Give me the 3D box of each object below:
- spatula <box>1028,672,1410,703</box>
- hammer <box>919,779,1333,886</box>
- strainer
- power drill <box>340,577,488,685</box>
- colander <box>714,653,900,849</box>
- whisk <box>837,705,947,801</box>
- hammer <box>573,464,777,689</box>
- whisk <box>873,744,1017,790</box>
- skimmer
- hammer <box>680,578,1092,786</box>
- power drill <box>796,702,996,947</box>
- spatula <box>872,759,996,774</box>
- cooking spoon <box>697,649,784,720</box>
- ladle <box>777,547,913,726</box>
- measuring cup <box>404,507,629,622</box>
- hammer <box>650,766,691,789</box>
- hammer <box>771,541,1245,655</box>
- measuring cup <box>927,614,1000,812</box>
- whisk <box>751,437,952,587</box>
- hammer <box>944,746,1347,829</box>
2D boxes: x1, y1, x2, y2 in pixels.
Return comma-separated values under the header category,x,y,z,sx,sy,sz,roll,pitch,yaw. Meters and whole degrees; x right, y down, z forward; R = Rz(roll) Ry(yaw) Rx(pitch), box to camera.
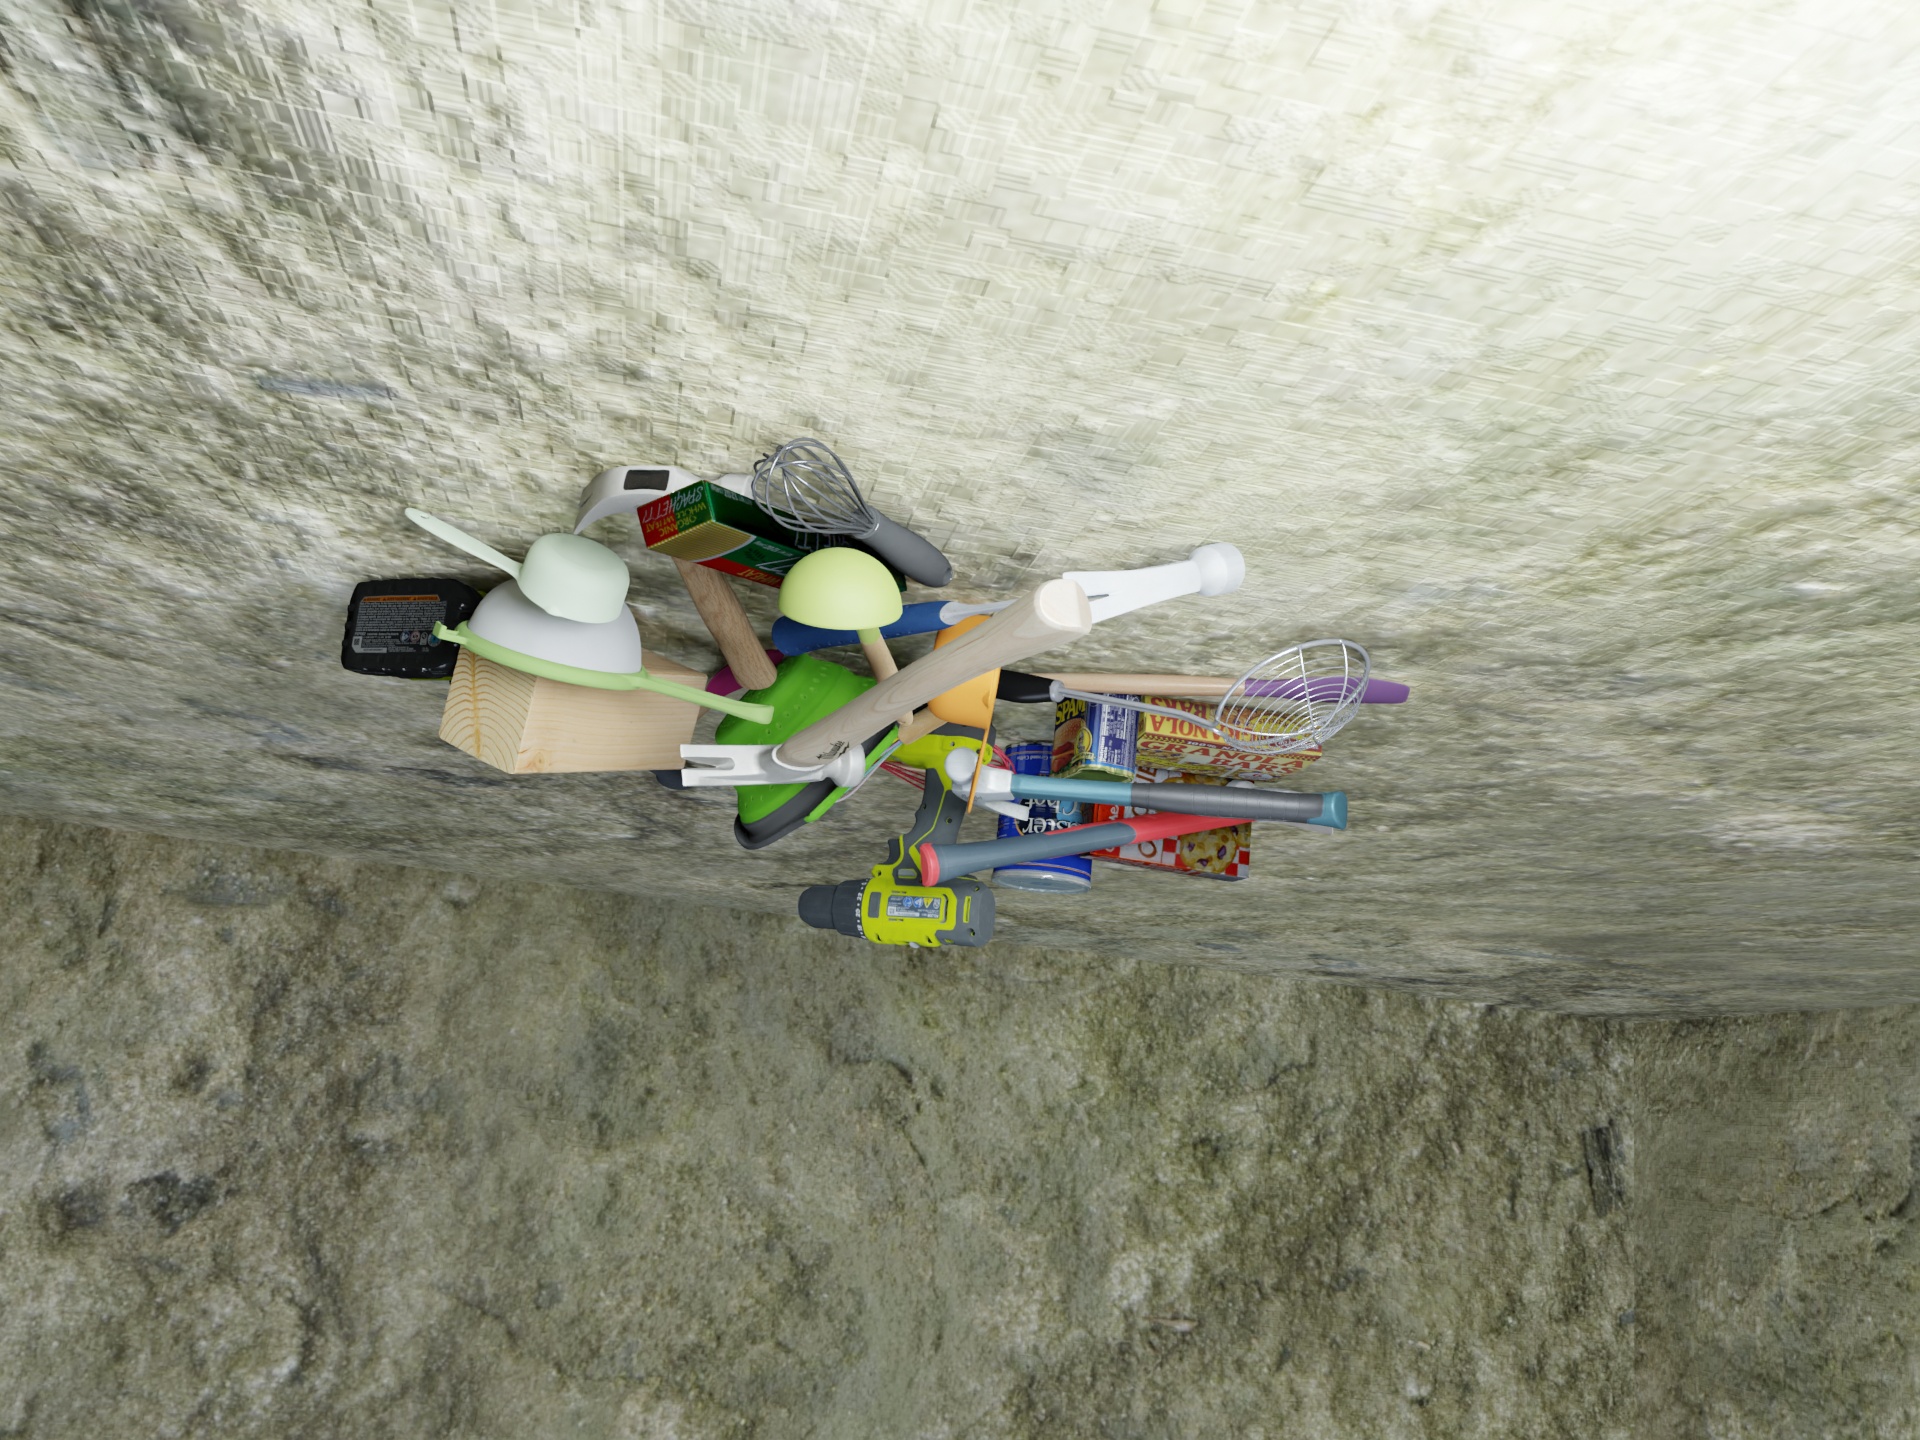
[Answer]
category,x,y,z,sx,sy,sz,roll,pitch,yaw
spatula,0.212,-0.029,1.330,0.316,0.018,0.059,2,161,11
hammer,0.146,0.103,1.420,0.386,0.038,0.143,-8,-171,-26
strainer,-0.258,-0.062,1.219,0.256,0.069,0.151,17,-172,9
power drill,-0.424,-0.054,1.389,0.171,0.080,0.223,1,168,20
colander,-0.169,0.004,1.463,0.094,0.204,0.397,47,170,-14
whisk,-0.068,0.020,1.469,0.245,0.051,0.047,-30,158,30
hammer,-0.185,-0.095,1.157,0.130,0.031,0.331,6,160,7
whisk,-0.082,0.037,1.645,0.296,0.073,0.073,7,167,20
skimmer,0.144,-0.039,1.295,0.363,0.090,0.127,11,157,27
hammer,-0.052,-0.015,1.063,0.146,0.038,0.410,0,165,-31
power drill,-0.056,0.103,1.528,0.190,0.229,0.080,1,165,20
spatula,0.032,0.070,1.744,0.317,0.044,0.082,8,169,-5
cooking spoon,-0.243,-0.016,1.502,0.068,0.017,0.319,-17,172,-31
ladle,-0.062,-0.039,1.104,0.078,0.062,0.320,9,163,9
measuring cup,-0.315,-0.125,1.136,0.167,0.038,0.083,27,-157,-5
hammer,-0.357,0.020,1.732,0.149,0.036,0.408,3,166,7
hammer,-0.003,-0.078,1.132,0.144,0.035,0.405,-16,-172,-43
measuring cup,-0.002,-0.004,1.255,0.052,0.173,0.095,11,-150,3
whisk,-0.062,-0.124,1.023,0.055,0.055,0.238,-1,168,26
hammer,0.158,0.063,1.337,0.331,0.033,0.128,4,165,9
